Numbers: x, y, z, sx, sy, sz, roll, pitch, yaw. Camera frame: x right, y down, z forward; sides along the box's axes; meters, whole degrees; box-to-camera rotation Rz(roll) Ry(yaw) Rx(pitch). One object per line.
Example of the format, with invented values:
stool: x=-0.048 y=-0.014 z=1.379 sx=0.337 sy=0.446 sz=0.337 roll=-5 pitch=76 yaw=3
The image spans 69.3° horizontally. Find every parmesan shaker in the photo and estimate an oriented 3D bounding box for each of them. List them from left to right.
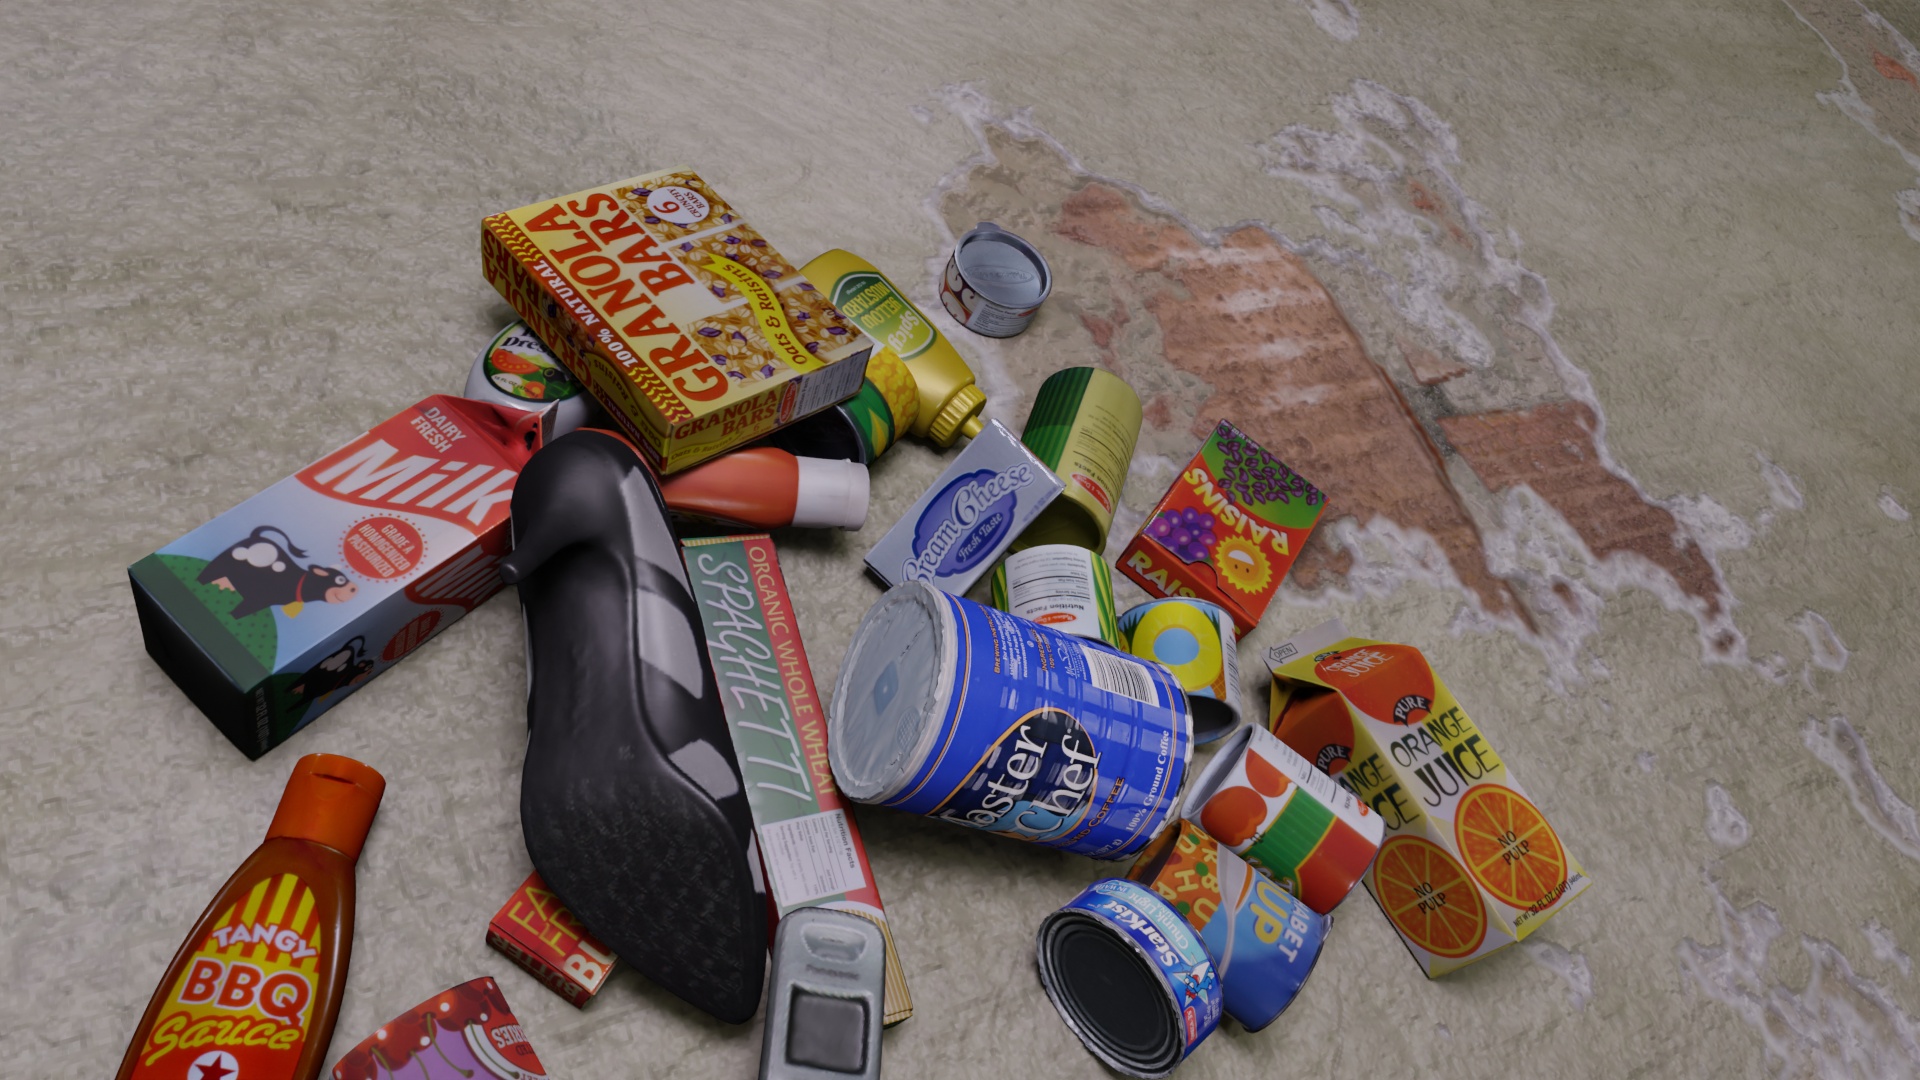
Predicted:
parmesan shaker: x=0.065 y=-0.041 z=0.802 sx=0.071 sy=0.071 sz=0.103 roll=27 pitch=51 yaw=-6

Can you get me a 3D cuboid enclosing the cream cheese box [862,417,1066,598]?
cream cheese box: x=0.003 y=-0.009 z=0.736 sx=0.053 sy=0.024 sz=0.103 roll=44 pitch=96 yaw=7

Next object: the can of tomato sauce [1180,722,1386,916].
can of tomato sauce: x=0.165 y=0.146 z=0.720 sx=0.083 sy=0.070 sz=0.071 roll=37 pitch=51 yaw=3

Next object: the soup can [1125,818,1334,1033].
soup can: x=0.125 y=0.183 z=0.673 sx=0.084 sy=0.071 sz=0.072 roll=36 pitch=51 yaw=2

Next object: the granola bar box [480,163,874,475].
granola bar box: x=-0.145 y=-0.117 z=0.706 sx=0.125 sy=0.038 sz=0.166 roll=-28 pitch=62 yaw=-36

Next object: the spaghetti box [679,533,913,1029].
spaghetti box: x=-0.084 y=0.109 z=0.655 sx=0.050 sy=0.028 sz=0.251 roll=-6 pitch=61 yaw=-27

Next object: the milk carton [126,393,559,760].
milk carton: x=-0.256 y=0.002 z=0.621 sx=0.073 sy=0.072 sz=0.191 roll=43 pitch=51 yaw=7

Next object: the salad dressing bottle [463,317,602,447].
salad dressing bottle: x=-0.205 y=-0.105 z=0.735 sx=0.064 sy=0.043 sz=0.148 roll=23 pitch=49 yaw=0

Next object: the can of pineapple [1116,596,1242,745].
can of pineapple: x=0.115 y=0.072 z=0.747 sx=0.071 sy=0.070 sz=0.058 roll=13 pitch=54 yaw=-16

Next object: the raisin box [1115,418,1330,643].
raisin box: x=0.160 y=-0.005 z=0.836 sx=0.086 sy=0.040 sz=0.124 roll=38 pitch=52 yaw=3

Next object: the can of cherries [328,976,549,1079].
can of cherries: x=-0.189 y=0.205 z=0.518 sx=0.072 sy=0.071 sz=0.058 roll=-25 pitch=70 yaw=-35

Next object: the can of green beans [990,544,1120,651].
can of green beans: x=0.050 y=0.043 z=0.735 sx=0.071 sy=0.071 sz=0.058 roll=10 pitch=52 yaw=-18

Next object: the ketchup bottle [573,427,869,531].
ketchup bottle: x=-0.122 y=-0.029 z=0.704 sx=0.149 sy=0.064 sz=0.043 roll=4 pitch=89 yaw=-18

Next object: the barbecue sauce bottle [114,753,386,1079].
barbecue sauce bottle: x=-0.264 y=0.156 z=0.533 sx=0.065 sy=0.043 sz=0.149 roll=17 pitch=53 yaw=-13

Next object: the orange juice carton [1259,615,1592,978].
orange juice carton: x=0.242 y=0.130 z=0.760 sx=0.072 sy=0.072 sz=0.193 roll=-20 pitch=68 yaw=-33

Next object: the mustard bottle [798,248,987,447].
mustard bottle: x=-0.033 y=-0.101 z=0.807 sx=0.160 sy=0.048 sz=0.065 roll=41 pitch=53 yaw=6

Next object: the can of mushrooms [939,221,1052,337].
can of mushrooms: x=0.021 y=-0.166 z=0.885 sx=0.071 sy=0.033 sz=0.071 roll=11 pitch=55 yaw=-17

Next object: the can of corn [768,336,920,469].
can of corn: x=-0.063 y=-0.069 z=0.763 sx=0.071 sy=0.070 sz=0.058 roll=39 pitch=51 yaw=4

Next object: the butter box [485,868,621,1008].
butter box: x=-0.152 y=0.144 z=0.603 sx=0.053 sy=0.024 sz=0.104 roll=36 pitch=51 yaw=0
